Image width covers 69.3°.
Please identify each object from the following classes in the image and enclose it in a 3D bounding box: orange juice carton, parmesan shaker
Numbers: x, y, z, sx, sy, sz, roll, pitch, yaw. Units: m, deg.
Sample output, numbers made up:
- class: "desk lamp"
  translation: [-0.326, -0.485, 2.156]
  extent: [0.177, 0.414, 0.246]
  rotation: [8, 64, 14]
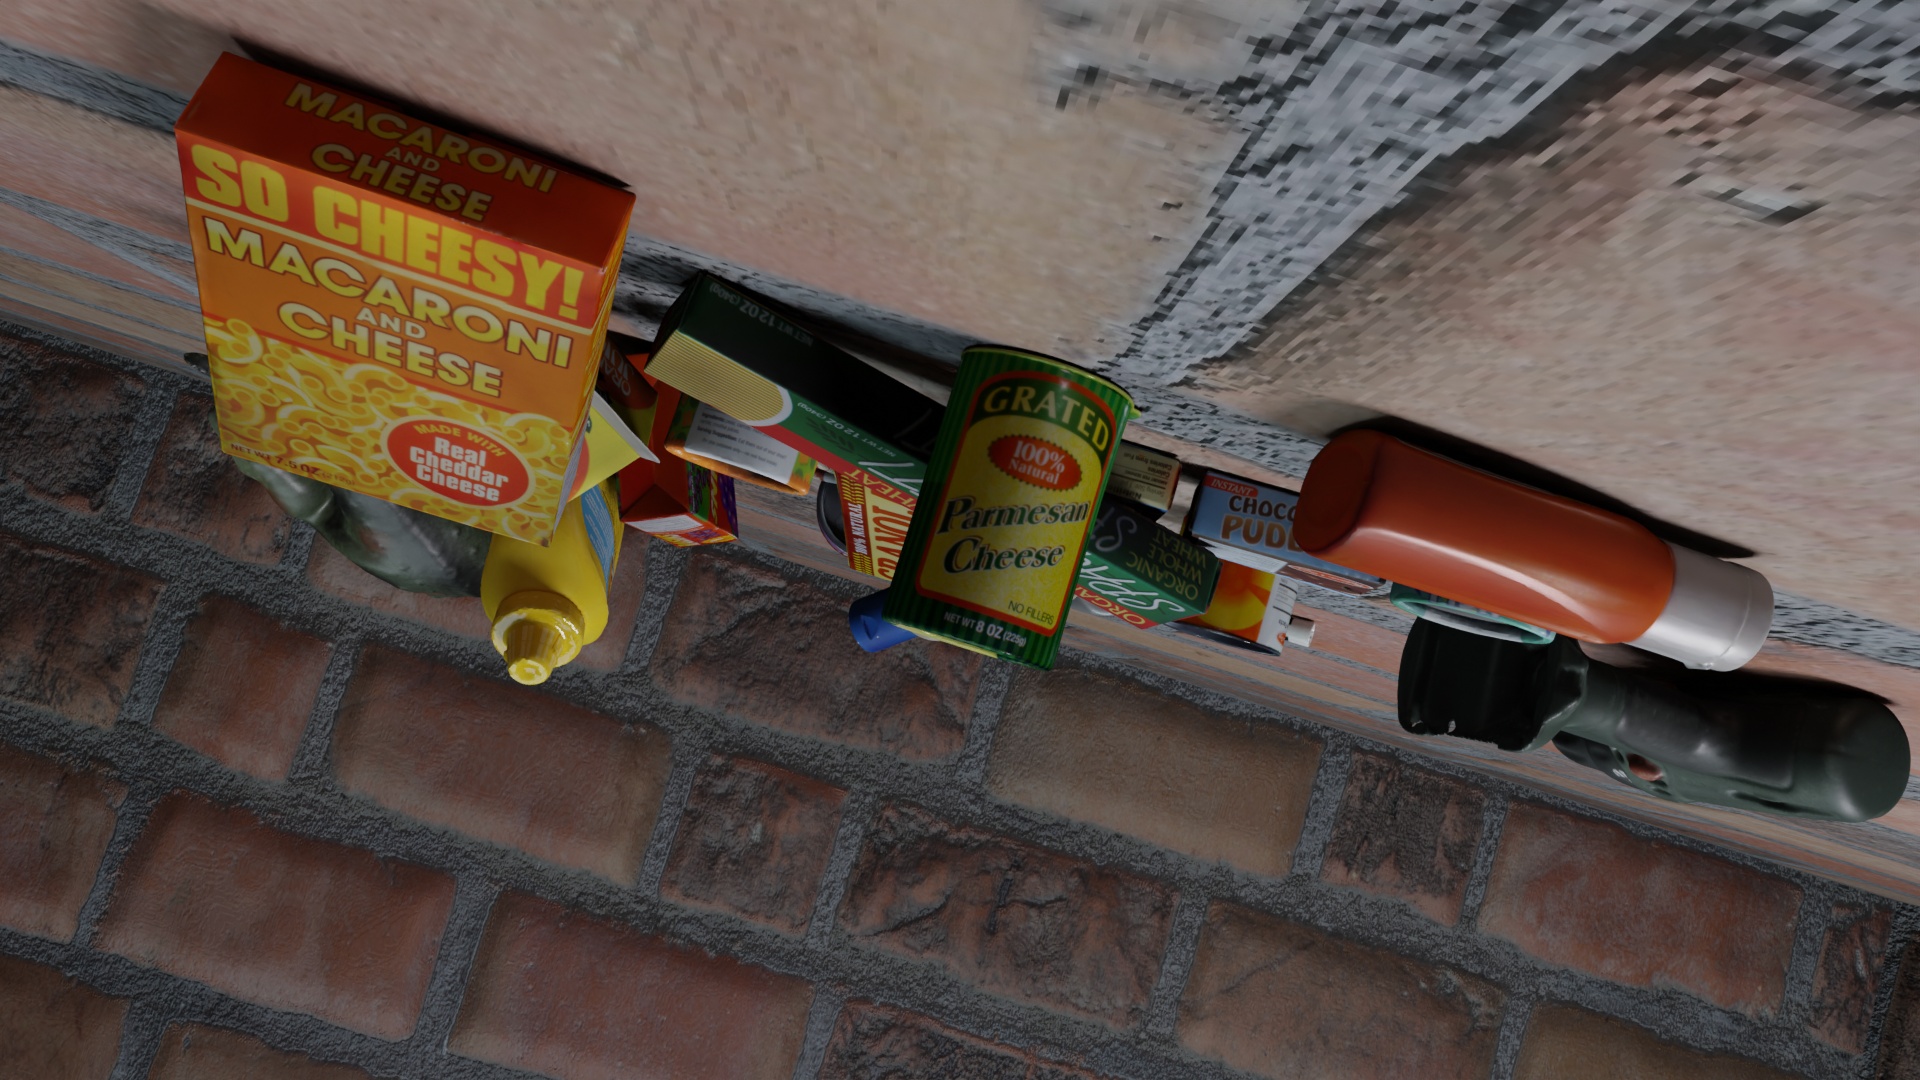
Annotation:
- class: "orange juice carton"
  translation: [-0.209, -0.070, 0.632]
  extent: [0.193, 0.073, 0.071]
  rotation: [14, 150, 44]
- class: "parmesan shaker"
  translation: [0.020, -0.010, 0.506]
  extent: [0.071, 0.103, 0.071]
  rotation: [17, 174, 2]

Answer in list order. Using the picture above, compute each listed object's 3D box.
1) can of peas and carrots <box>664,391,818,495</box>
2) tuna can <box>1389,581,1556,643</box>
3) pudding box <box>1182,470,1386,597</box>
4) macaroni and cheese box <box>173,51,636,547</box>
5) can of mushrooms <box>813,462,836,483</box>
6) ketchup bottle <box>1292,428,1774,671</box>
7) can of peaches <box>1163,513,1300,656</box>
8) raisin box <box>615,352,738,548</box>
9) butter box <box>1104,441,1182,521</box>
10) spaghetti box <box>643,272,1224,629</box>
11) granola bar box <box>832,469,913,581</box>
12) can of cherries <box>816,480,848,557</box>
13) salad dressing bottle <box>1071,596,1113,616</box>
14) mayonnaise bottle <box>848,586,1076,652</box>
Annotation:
- class: "can of peas and carrots"
  translation: [-0.089, -0.057, 0.605]
  extent: [0.071, 0.059, 0.071]
  rotation: [17, 174, 2]
- class: "tuna can"
  translation: [0.210, 0.018, 0.564]
  extent: [0.071, 0.033, 0.071]
  rotation: [17, 175, 2]
- class: "pudding box"
  translation: [0.140, -0.002, 0.601]
  extent: [0.084, 0.030, 0.049]
  rotation: [16, 173, 7]
- class: "macaroni and cheese box"
  translation: [-0.186, -0.071, 0.469]
  extent: [0.124, 0.040, 0.165]
  rotation: [17, 145, -12]
- class: "can of mushrooms"
  translation: [-0.084, -0.055, 0.746]
  extent: [0.071, 0.033, 0.071]
  rotation: [17, 175, 2]
- class: "ketchup bottle"
  translation: [0.189, 0.006, 0.455]
  extent: [0.149, 0.043, 0.064]
  rotation: [17, 175, -7]
- class: "can of peaches"
  translation: [0.136, 0.022, 0.709]
  extent: [0.071, 0.058, 0.071]
  rotation: [17, 175, 2]
- class: "raisin box"
  translation: [-0.152, -0.045, 0.747]
  extent: [0.040, 0.086, 0.123]
  rotation: [-7, 173, 2]
- class: "butter box"
  translation: [0.041, -0.035, 0.605]
  extent: [0.103, 0.024, 0.053]
  rotation: [16, 174, 3]
- class: "spaghetti box"
  translation: [-0.005, -0.029, 0.563]
  extent: [0.250, 0.029, 0.050]
  rotation: [27, 157, -19]
- class: "granola bar box"
  translation: [0.003, -0.009, 0.712]
  extent: [0.124, 0.039, 0.165]
  rotation: [14, 162, 3]
- class: "can of cherries"
  translation: [-0.053, -0.017, 0.830]
  extent: [0.071, 0.071, 0.058]
  rotation: [18, 174, -6]
- class: "salad dressing bottle"
  translation: [0.105, 0.031, 0.958]
  extent: [0.064, 0.044, 0.147]
  rotation: [-8, 175, 7]
- class: "mayonnaise bottle"
  translation: [0.000, 0.031, 0.865]
  extent: [0.148, 0.064, 0.041]
  rotation: [-22, -179, 25]
